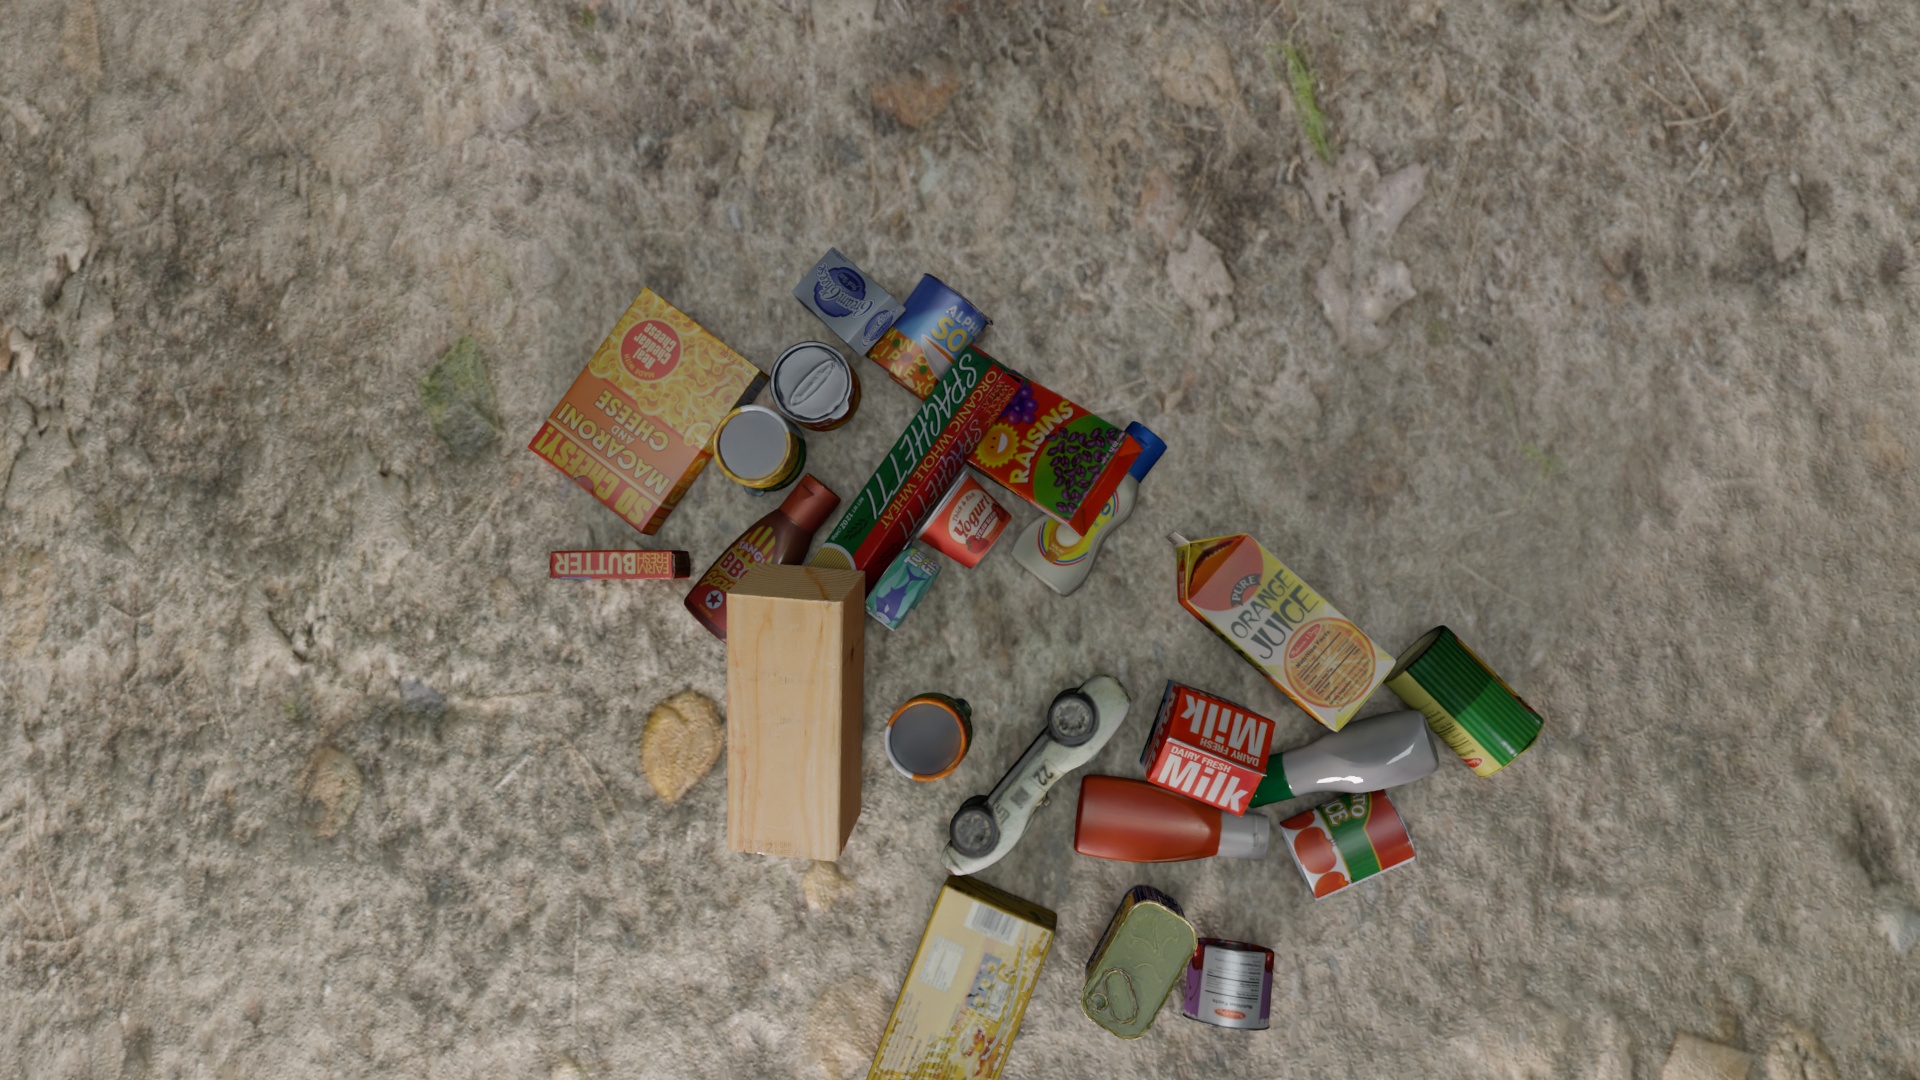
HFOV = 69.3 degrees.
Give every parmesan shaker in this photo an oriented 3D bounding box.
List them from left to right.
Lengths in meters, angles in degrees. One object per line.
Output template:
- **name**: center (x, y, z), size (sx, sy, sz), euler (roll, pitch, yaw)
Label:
- **parmesan shaker**: center (0.388, 0.122, 1.071), size (0.071, 0.071, 0.103), euler (-45, 84, 1)

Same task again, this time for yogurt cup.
- **yogurt cup**: center (0.004, -0.014, 1.114), size (0.054, 0.072, 0.072), euler (37, 90, -3)

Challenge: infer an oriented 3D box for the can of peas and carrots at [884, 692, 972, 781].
- **can of peas and carrots**: center (-0.023, 0.154, 1.106), size (0.071, 0.058, 0.071), euler (0, 87, 4)

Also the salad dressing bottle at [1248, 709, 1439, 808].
- **salad dressing bottle**: center (0.289, 0.172, 1.071), size (0.147, 0.064, 0.044), euler (-19, 114, 21)

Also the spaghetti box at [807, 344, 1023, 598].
- **spaghetti box**: center (-0.044, -0.043, 1.112), size (0.050, 0.028, 0.249), euler (41, 98, 36)

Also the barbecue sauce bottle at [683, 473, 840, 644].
- **barbecue sauce bottle**: center (-0.157, 0.013, 1.131), size (0.065, 0.043, 0.148), euler (39, 89, 29)

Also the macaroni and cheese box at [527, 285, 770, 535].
- **macaroni and cheese box**: center (-0.258, -0.107, 1.150), size (0.124, 0.040, 0.166), euler (36, 89, 6)

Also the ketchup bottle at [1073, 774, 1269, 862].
- **ketchup bottle**: center (0.166, 0.225, 1.095), size (0.149, 0.043, 0.064), euler (7, 88, 5)

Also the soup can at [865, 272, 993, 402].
- **soup can**: center (-0.025, -0.162, 1.122), size (0.071, 0.071, 0.084), euler (37, 90, 6)

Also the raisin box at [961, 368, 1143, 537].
- **raisin box**: center (0.069, -0.071, 1.100), size (0.123, 0.040, 0.086), euler (33, 89, 31)

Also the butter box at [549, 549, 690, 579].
- **butter box**: center (-0.278, 0.020, 1.137), size (0.103, 0.053, 0.024), euler (0, 89, 4)

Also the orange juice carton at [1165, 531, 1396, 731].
- **orange juice carton**: center (0.237, 0.057, 1.087), size (0.193, 0.072, 0.073), euler (41, 90, 5)

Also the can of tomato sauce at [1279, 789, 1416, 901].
- **can of tomato sauce**: center (0.297, 0.230, 1.074), size (0.083, 0.071, 0.071), euler (-25, 85, 3)

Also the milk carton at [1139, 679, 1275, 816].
- **milk carton**: center (0.180, 0.151, 1.025), size (0.072, 0.190, 0.073), euler (20, 88, 5)

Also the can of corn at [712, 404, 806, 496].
- **can of corn**: center (-0.164, -0.072, 1.132), size (0.071, 0.058, 0.071), euler (0, 86, 5)

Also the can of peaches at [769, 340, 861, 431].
- **can of peaches**: center (-0.116, -0.123, 1.132), size (0.071, 0.058, 0.071), euler (0, 86, 4)

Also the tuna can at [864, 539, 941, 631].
- **tuna can**: center (-0.045, 0.036, 1.111), size (0.033, 0.071, 0.071), euler (35, 90, 4)

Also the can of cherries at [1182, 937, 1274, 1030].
- **can of cherries**: center (0.207, 0.341, 1.073), size (0.071, 0.071, 0.058), euler (6, 81, 5)

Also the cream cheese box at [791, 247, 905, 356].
- **cream cheese box**: center (-0.092, -0.194, 1.124), size (0.053, 0.024, 0.104), euler (-47, 47, 2)

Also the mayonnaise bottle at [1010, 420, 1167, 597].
- **mayonnaise bottle**: center (0.107, -0.028, 1.117), size (0.065, 0.041, 0.148), euler (38, 90, 10)
